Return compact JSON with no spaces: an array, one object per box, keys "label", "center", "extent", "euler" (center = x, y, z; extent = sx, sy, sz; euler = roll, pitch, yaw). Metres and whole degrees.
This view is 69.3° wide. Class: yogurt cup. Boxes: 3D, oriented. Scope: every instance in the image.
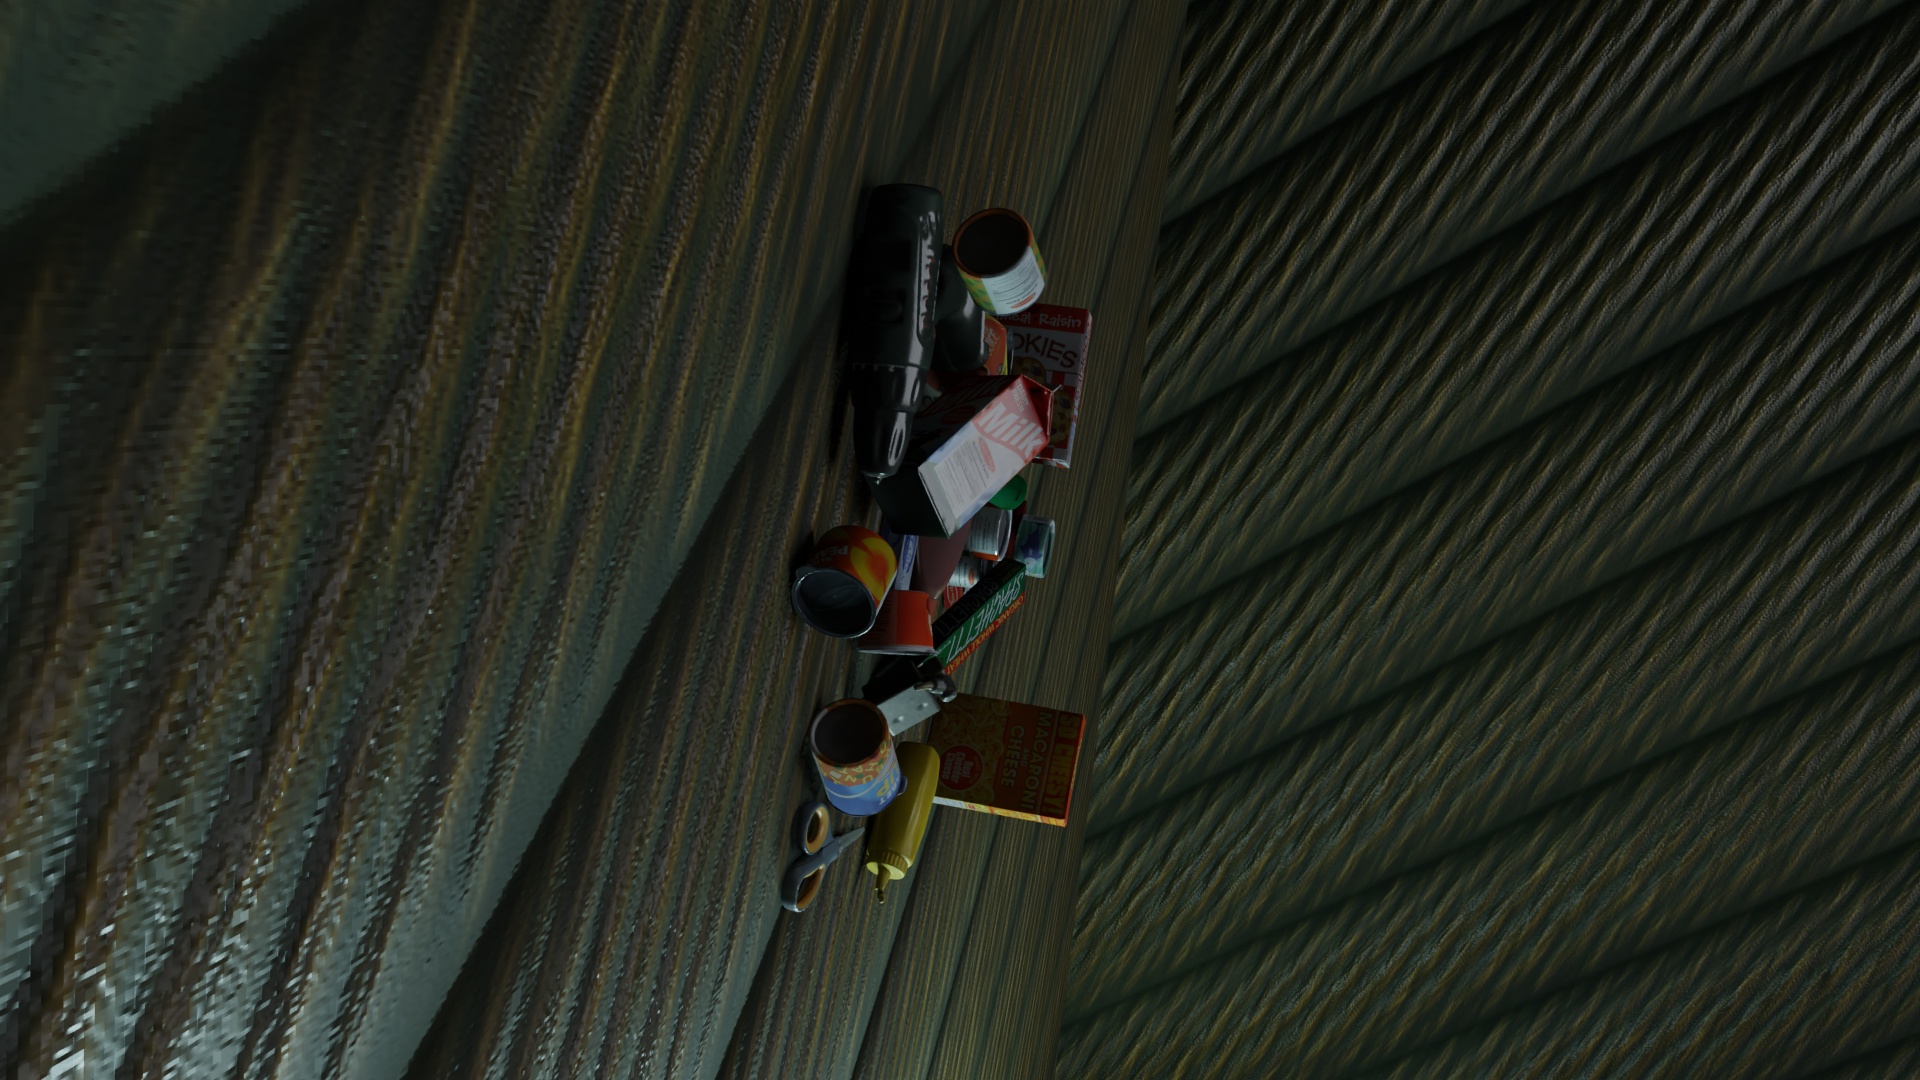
[{"label":"yogurt cup","center":[-0.056,0.072,1.222],"extent":[0.072,0.072,0.054],"euler":[37,54,-76]}]

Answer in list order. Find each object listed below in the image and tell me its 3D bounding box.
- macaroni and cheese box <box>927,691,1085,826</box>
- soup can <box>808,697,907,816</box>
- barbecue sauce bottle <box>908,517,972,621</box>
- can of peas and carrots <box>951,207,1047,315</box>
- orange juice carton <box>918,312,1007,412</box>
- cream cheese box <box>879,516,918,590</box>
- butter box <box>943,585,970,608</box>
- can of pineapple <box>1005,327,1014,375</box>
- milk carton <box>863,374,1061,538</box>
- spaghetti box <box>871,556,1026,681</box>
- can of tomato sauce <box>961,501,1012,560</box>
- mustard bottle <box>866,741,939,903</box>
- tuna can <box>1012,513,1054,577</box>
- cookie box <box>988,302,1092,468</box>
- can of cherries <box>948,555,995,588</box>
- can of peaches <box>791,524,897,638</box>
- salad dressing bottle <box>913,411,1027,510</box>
[{"label":"macaroni and cheese box","center":[0.047,0.242,1.553],"extent":[0.040,0.166,0.124],"euler":[72,29,-65]},{"label":"soup can","center":[-0.083,0.178,1.143],"extent":[0.083,0.071,0.072],"euler":[82,20,-51]},{"label":"barbecue sauce bottle","center":[-0.030,0.016,1.324],"extent":[0.065,0.043,0.148],"euler":[17,85,-37]},{"label":"can of peas and carrots","center":[0.030,-0.224,1.107],"extent":[0.058,0.071,0.071],"euler":[55,44,-64]},{"label":"orange juice carton","center":[0.002,-0.141,1.325],"extent":[0.072,0.073,0.191],"euler":[-68,161,-47]},{"label":"cream cheese box","center":[-0.056,-0.003,1.265],"extent":[0.053,0.024,0.104],"euler":[50,49,-75]},{"label":"butter box","center":[0.005,0.025,1.555],"extent":[0.104,0.024,0.052],"euler":[-68,161,-48]},{"label":"can of pineapple","center":[0.019,-0.184,1.409],"extent":[0.071,0.058,0.071],"euler":[7,92,-77]},{"label":"milk carton","center":[0.009,-0.086,1.201],"extent":[0.191,0.072,0.073],"euler":[-44,123,-34]},{"label":"spaghetti box","center":[-0.007,0.095,1.376],"extent":[0.251,0.029,0.050],"euler":[-41,141,-46]},{"label":"can of tomato sauce","center":[0.005,-0.017,1.392],"extent":[0.071,0.083,0.071],"euler":[7,92,-77]},{"label":"mustard bottle","center":[-0.061,0.278,1.363],"extent":[0.065,0.049,0.161],"euler":[81,22,-53]},{"label":"tuna can","center":[0.079,0.009,1.497],"extent":[0.071,0.033,0.071],"euler":[8,92,-78]},{"label":"cookie box","center":[0.067,-0.170,1.484],"extent":[0.040,0.123,0.167],"euler":[37,62,-77]},{"label":"can of cherries","center":[0.003,0.015,1.462],"extent":[0.071,0.058,0.071],"euler":[6,92,-77]},{"label":"can of peaches","center":[-0.088,0.028,1.046],"extent":[0.058,0.071,0.071],"euler":[-66,160,-52]},{"label":"salad dressing bottle","center":[0.003,-0.070,1.283],"extent":[0.147,0.044,0.064],"euler":[29,89,-43]}]
